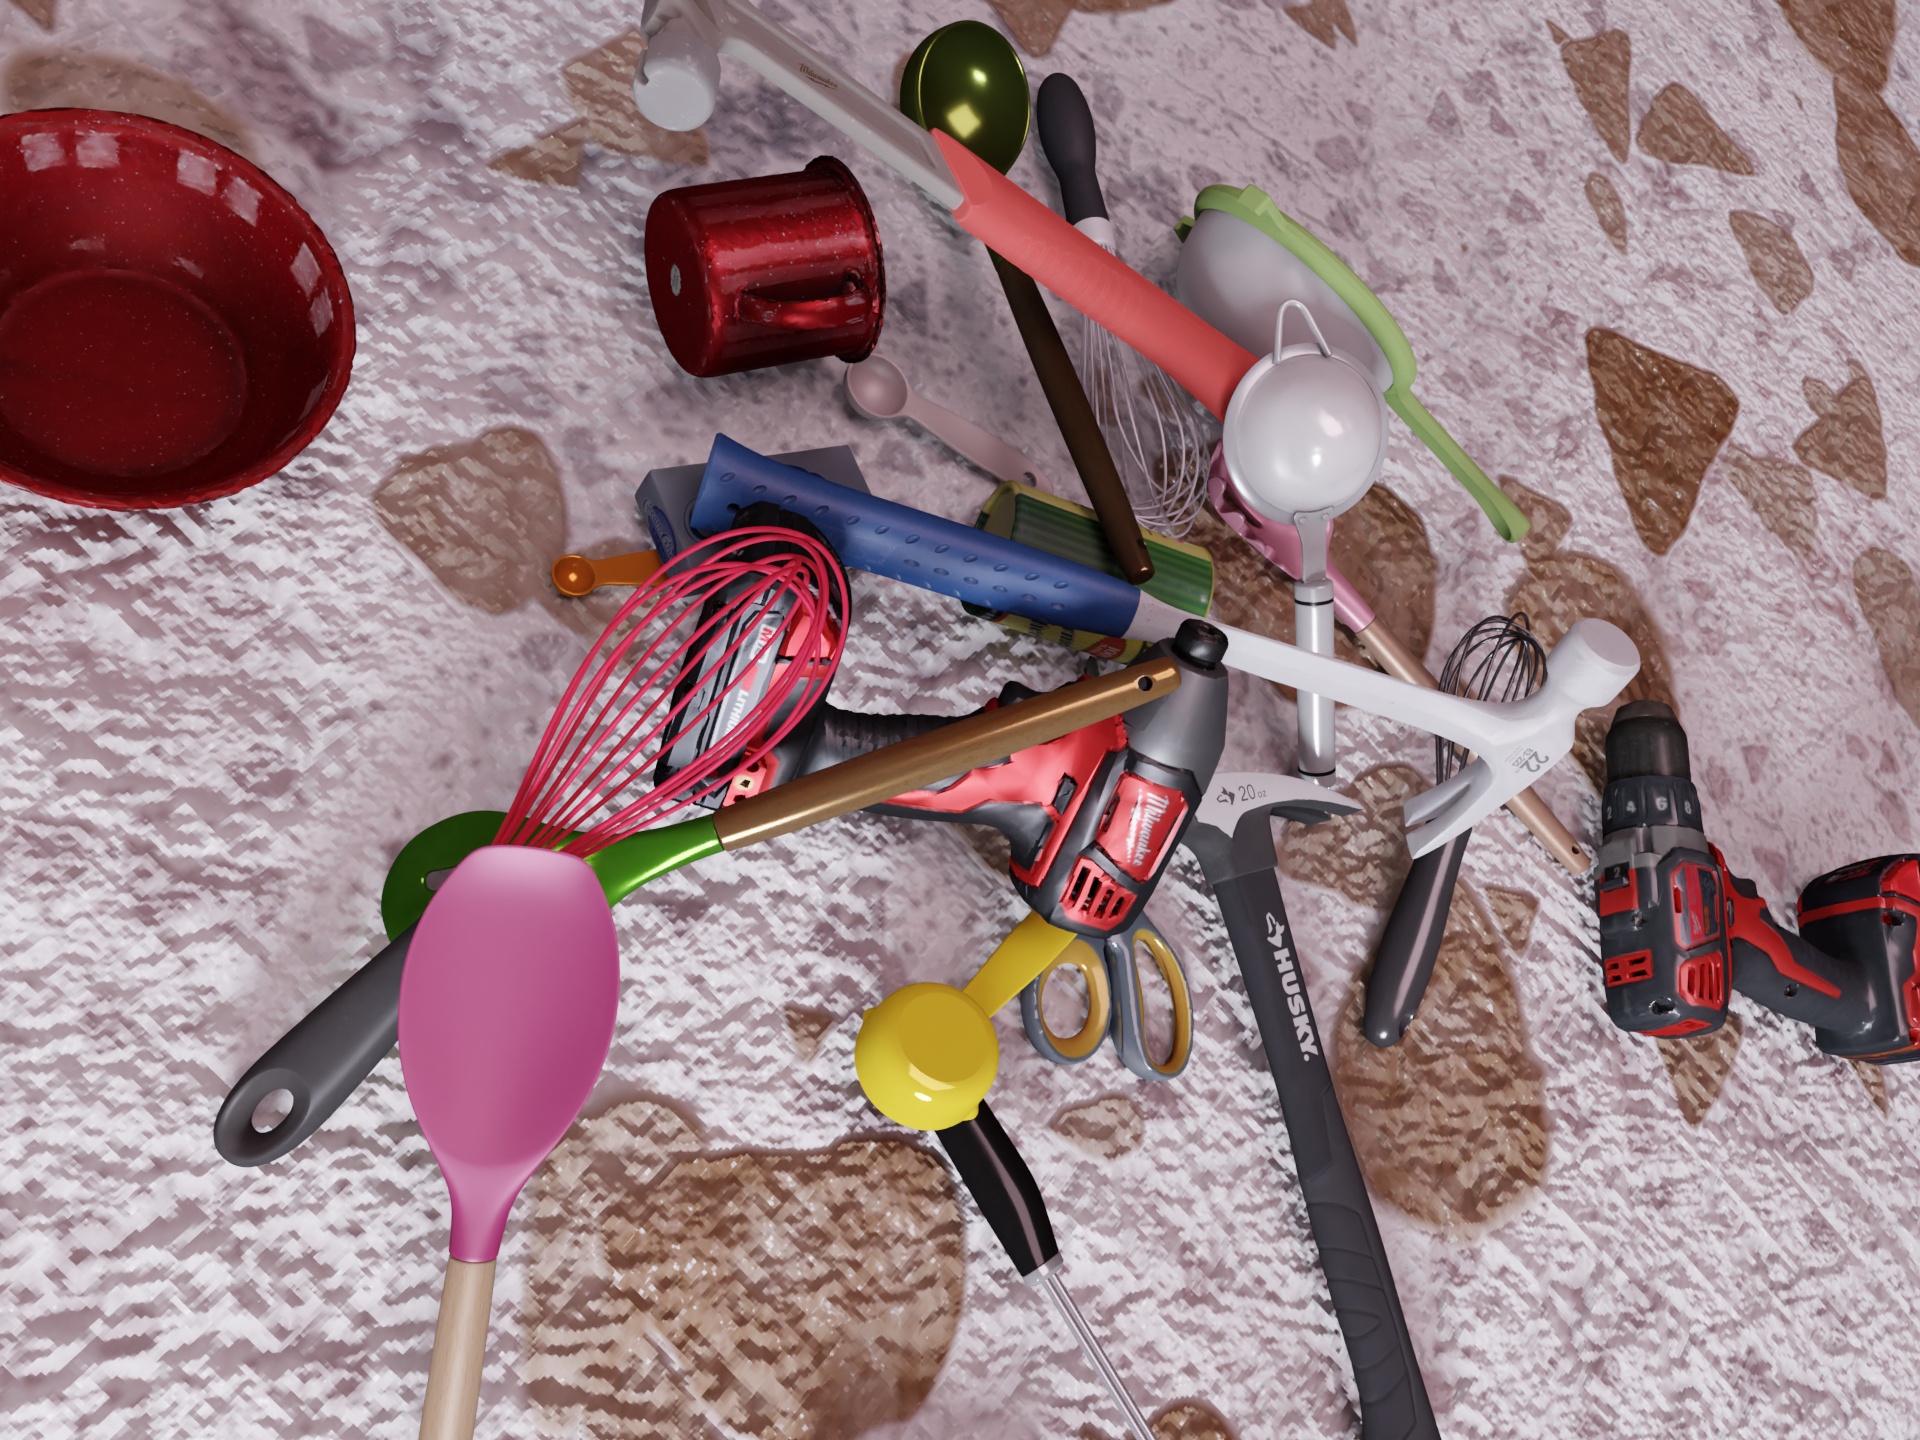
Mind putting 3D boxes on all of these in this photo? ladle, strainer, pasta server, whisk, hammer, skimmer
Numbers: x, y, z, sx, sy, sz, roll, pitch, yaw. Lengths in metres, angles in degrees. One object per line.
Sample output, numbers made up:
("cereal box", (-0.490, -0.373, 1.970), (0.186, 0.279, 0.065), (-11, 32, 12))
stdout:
("ladle", (0.040, -0.207, 0.763), (0.078, 0.062, 0.320), (5, 57, -42))
("strainer", (0.173, -0.070, 0.770), (0.087, 0.050, 0.258), (-10, 111, -12))
("pasta server", (0.239, -0.034, 0.854), (0.316, 0.040, 0.060), (47, 69, -7))
("whisk", (-0.150, 0.046, 0.547), (0.073, 0.073, 0.296), (44, 92, -7))
("whisk", (0.074, -0.222, 0.825), (0.070, 0.070, 0.285), (0, 68, -27))
("hammer", (0.082, -0.039, 0.699), (0.405, 0.144, 0.035), (16, 44, -11))
("hammer", (0.168, 0.185, 0.737), (0.146, 0.035, 0.335), (-8, 79, -37))
("strainer", (0.199, -0.170, 0.848), (0.256, 0.151, 0.069), (43, 94, -12))
("hammer", (0.023, -0.230, 0.714), (0.358, 0.036, 0.149), (27, 51, -29))
("whisk", (0.249, 0.052, 0.807), (0.055, 0.055, 0.239), (27, 76, -17))
("skimmer", (0.041, 0.287, 0.627), (0.090, 0.127, 0.363), (-33, 76, 4))

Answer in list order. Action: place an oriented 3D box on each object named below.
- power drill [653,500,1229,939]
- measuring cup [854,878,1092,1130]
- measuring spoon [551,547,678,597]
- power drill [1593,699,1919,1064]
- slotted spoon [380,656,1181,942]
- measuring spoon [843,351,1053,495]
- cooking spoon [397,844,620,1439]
("power drill", (-0.001, -0.002, 0.647), (0.219, 0.143, 0.079), (18, 26, -13))
("measuring cup", (0.018, 0.107, 0.667), (0.062, 0.029, 0.156), (43, 52, 8))
("measuring spoon", (-0.123, -0.066, 0.696), (0.117, 0.011, 0.021), (-9, 70, -33))
("power drill", (0.455, 0.096, 0.900), (0.226, 0.080, 0.188), (14, 67, -20))
("slotted spoon", (-0.066, 0.031, 0.593), (0.313, 0.031, 0.070), (-19, 95, -3))
("measuring spoon", (-0.007, -0.138, 0.780), (0.124, 0.018, 0.034), (28, 60, -24))
("cooking spoon", (-0.162, 0.199, 0.516), (0.068, 0.017, 0.319), (9, 89, -12))
